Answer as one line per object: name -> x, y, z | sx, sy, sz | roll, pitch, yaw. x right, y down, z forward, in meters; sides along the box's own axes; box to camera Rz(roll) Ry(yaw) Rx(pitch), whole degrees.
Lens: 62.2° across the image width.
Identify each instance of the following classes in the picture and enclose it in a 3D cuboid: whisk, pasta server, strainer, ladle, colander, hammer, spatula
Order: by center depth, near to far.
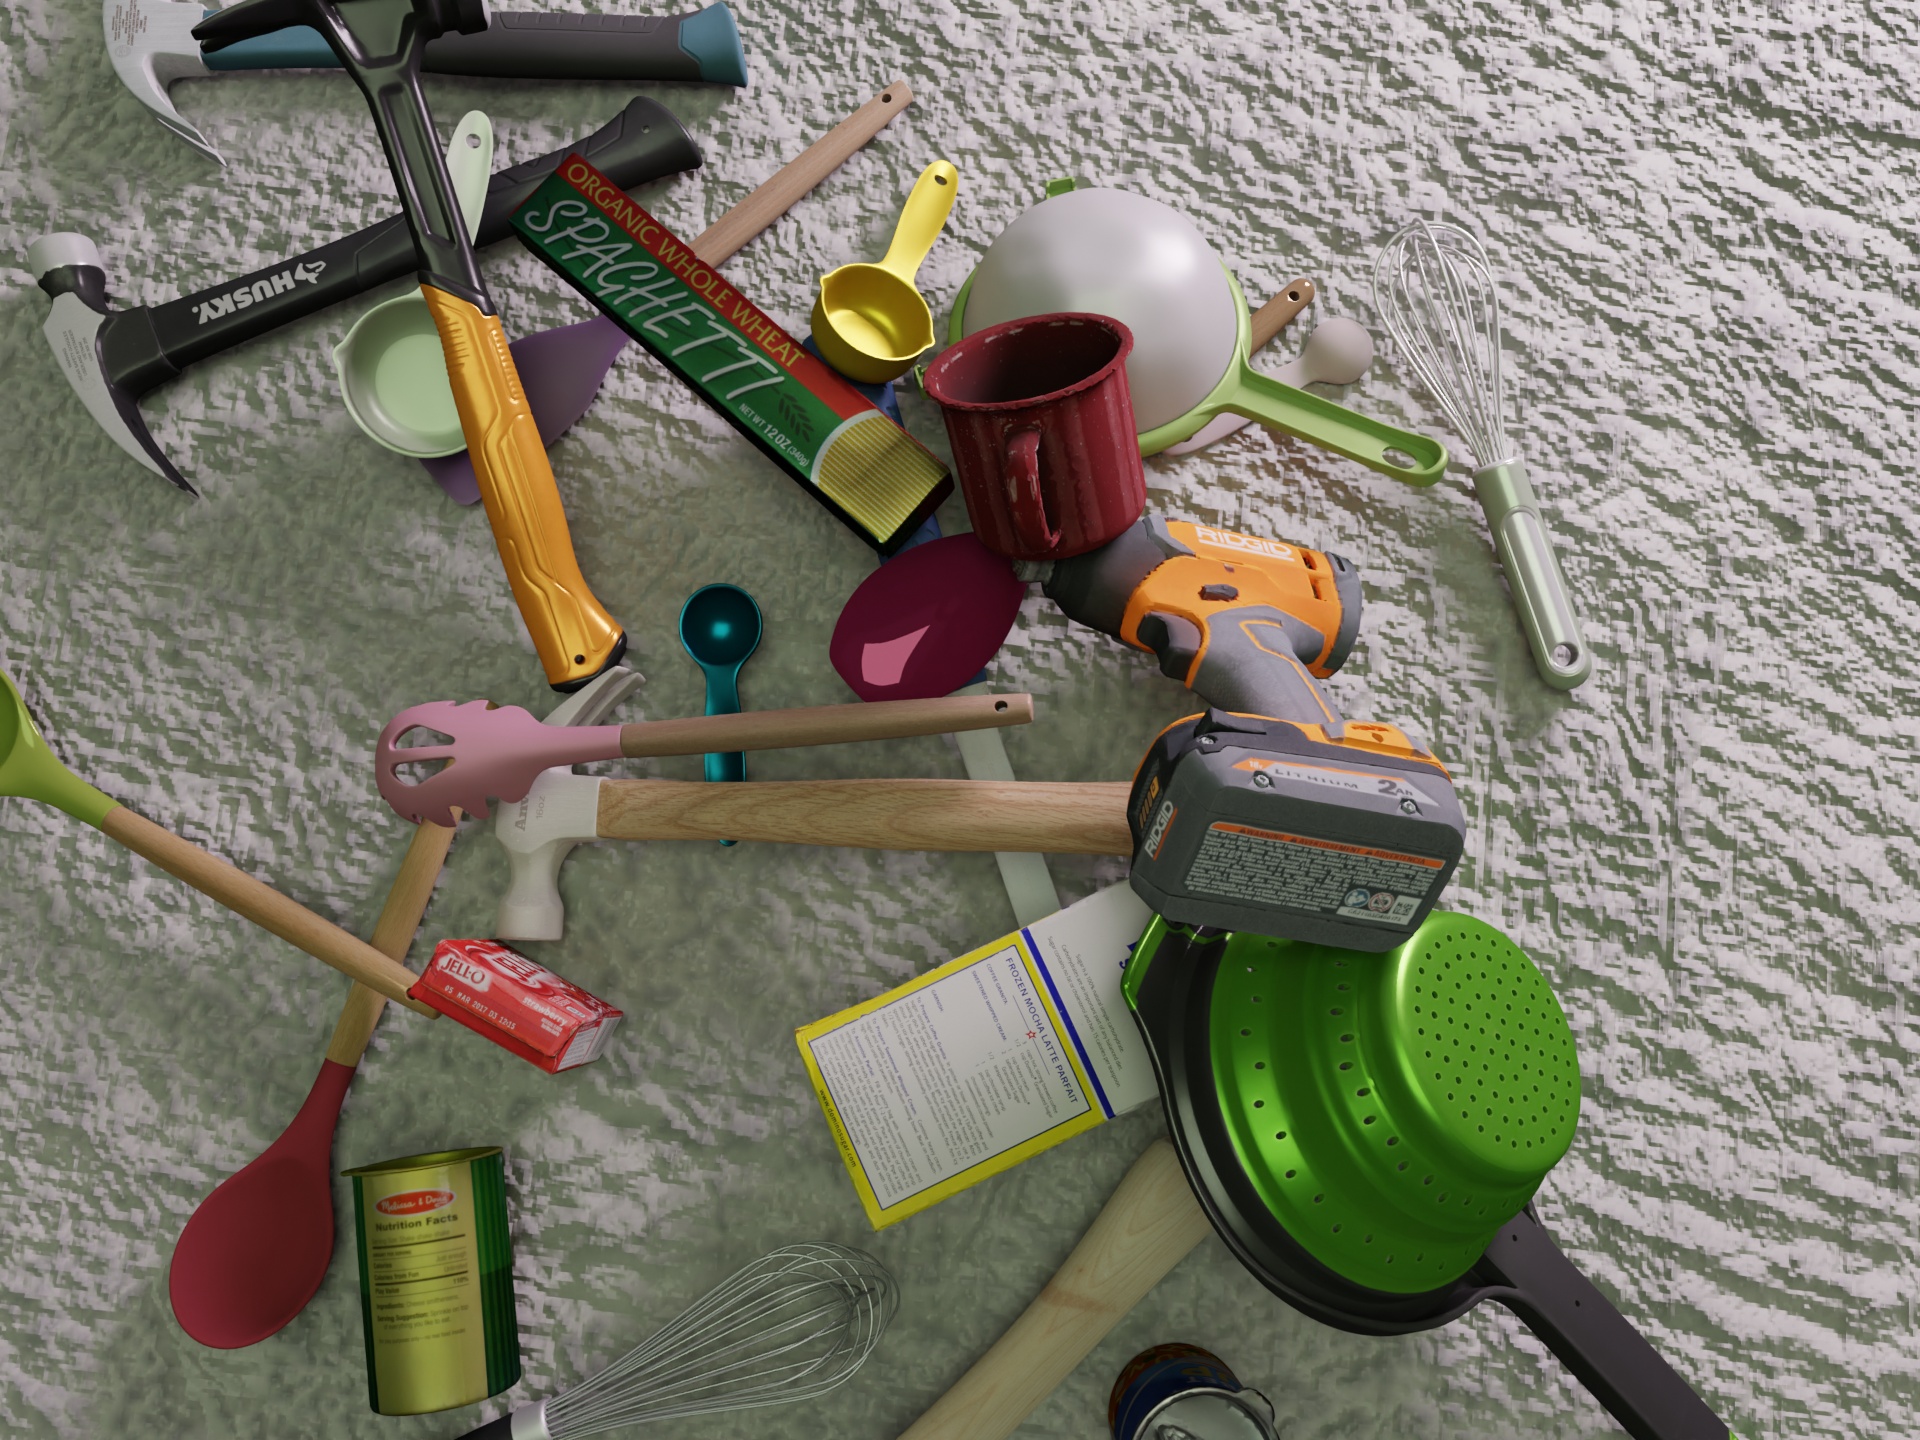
colander -> 0.245, 0.203, 0.675 | 0.397, 0.094, 0.204 | 46, 49, -5
hammer -> -0.022, 0.345, 0.705 | 0.410, 0.038, 0.146 | -40, 105, -10
whisk -> -0.160, 0.305, 0.713 | 0.284, 0.070, 0.070 | -23, 82, 1
pasta server -> -0.124, 0.008, 0.724 | 0.316, 0.040, 0.060 | -5, 81, 7
hammer -> -0.057, 0.040, 0.733 | 0.331, 0.031, 0.130 | 0, 81, 12
ladle -> -0.379, 0.057, 0.739 | 0.320, 0.062, 0.078 | 28, 83, 7
hammer -> -0.235, -0.172, 0.741 | 0.127, 0.034, 0.336 | -19, 101, -14
strainer -> 0.112, -0.180, 0.749 | 0.256, 0.069, 0.151 | 27, 70, 17
ladle -> -0.284, 0.136, 0.753 | 0.069, 0.031, 0.315 | 19, 80, 3
hammer -> -0.001, -0.002, 0.770 | 0.144, 0.035, 0.406 | -19, 82, -3
whisk -> 0.263, -0.133, 0.786 | 0.058, 0.059, 0.246 | -18, 86, 9
hammer -> -0.290, -0.233, 0.806 | 0.335, 0.035, 0.146 | -23, 81, -4
spatula -> -0.148, -0.227, 0.813 | 0.316, 0.018, 0.060 | -40, 81, -5
hammer -> -0.276, -0.353, 0.825 | 0.331, 0.033, 0.128 | 1, 80, 0

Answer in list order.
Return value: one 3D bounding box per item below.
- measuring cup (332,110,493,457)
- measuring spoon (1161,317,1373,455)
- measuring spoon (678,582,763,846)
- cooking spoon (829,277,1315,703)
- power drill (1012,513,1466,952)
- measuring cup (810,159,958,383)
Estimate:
measuring cup -> -0.251, -0.209, 0.772 | 0.083, 0.038, 0.167 | 12, 91, -17
measuring spoon -> 0.155, -0.168, 0.804 | 0.124, 0.018, 0.034 | -29, 83, -4
measuring spoon -> -0.114, -0.003, 0.783 | 0.042, 0.021, 0.128 | -2, 90, 9
cooking spoon -> 0.063, -0.119, 0.774 | 0.319, 0.017, 0.069 | -42, 86, -15
power drill -> 0.109, -0.012, 0.683 | 0.164, 0.227, 0.084 | 10, 125, -12
measuring cup -> -0.031, -0.226, 0.793 | 0.062, 0.029, 0.157 | 28, 53, -11
